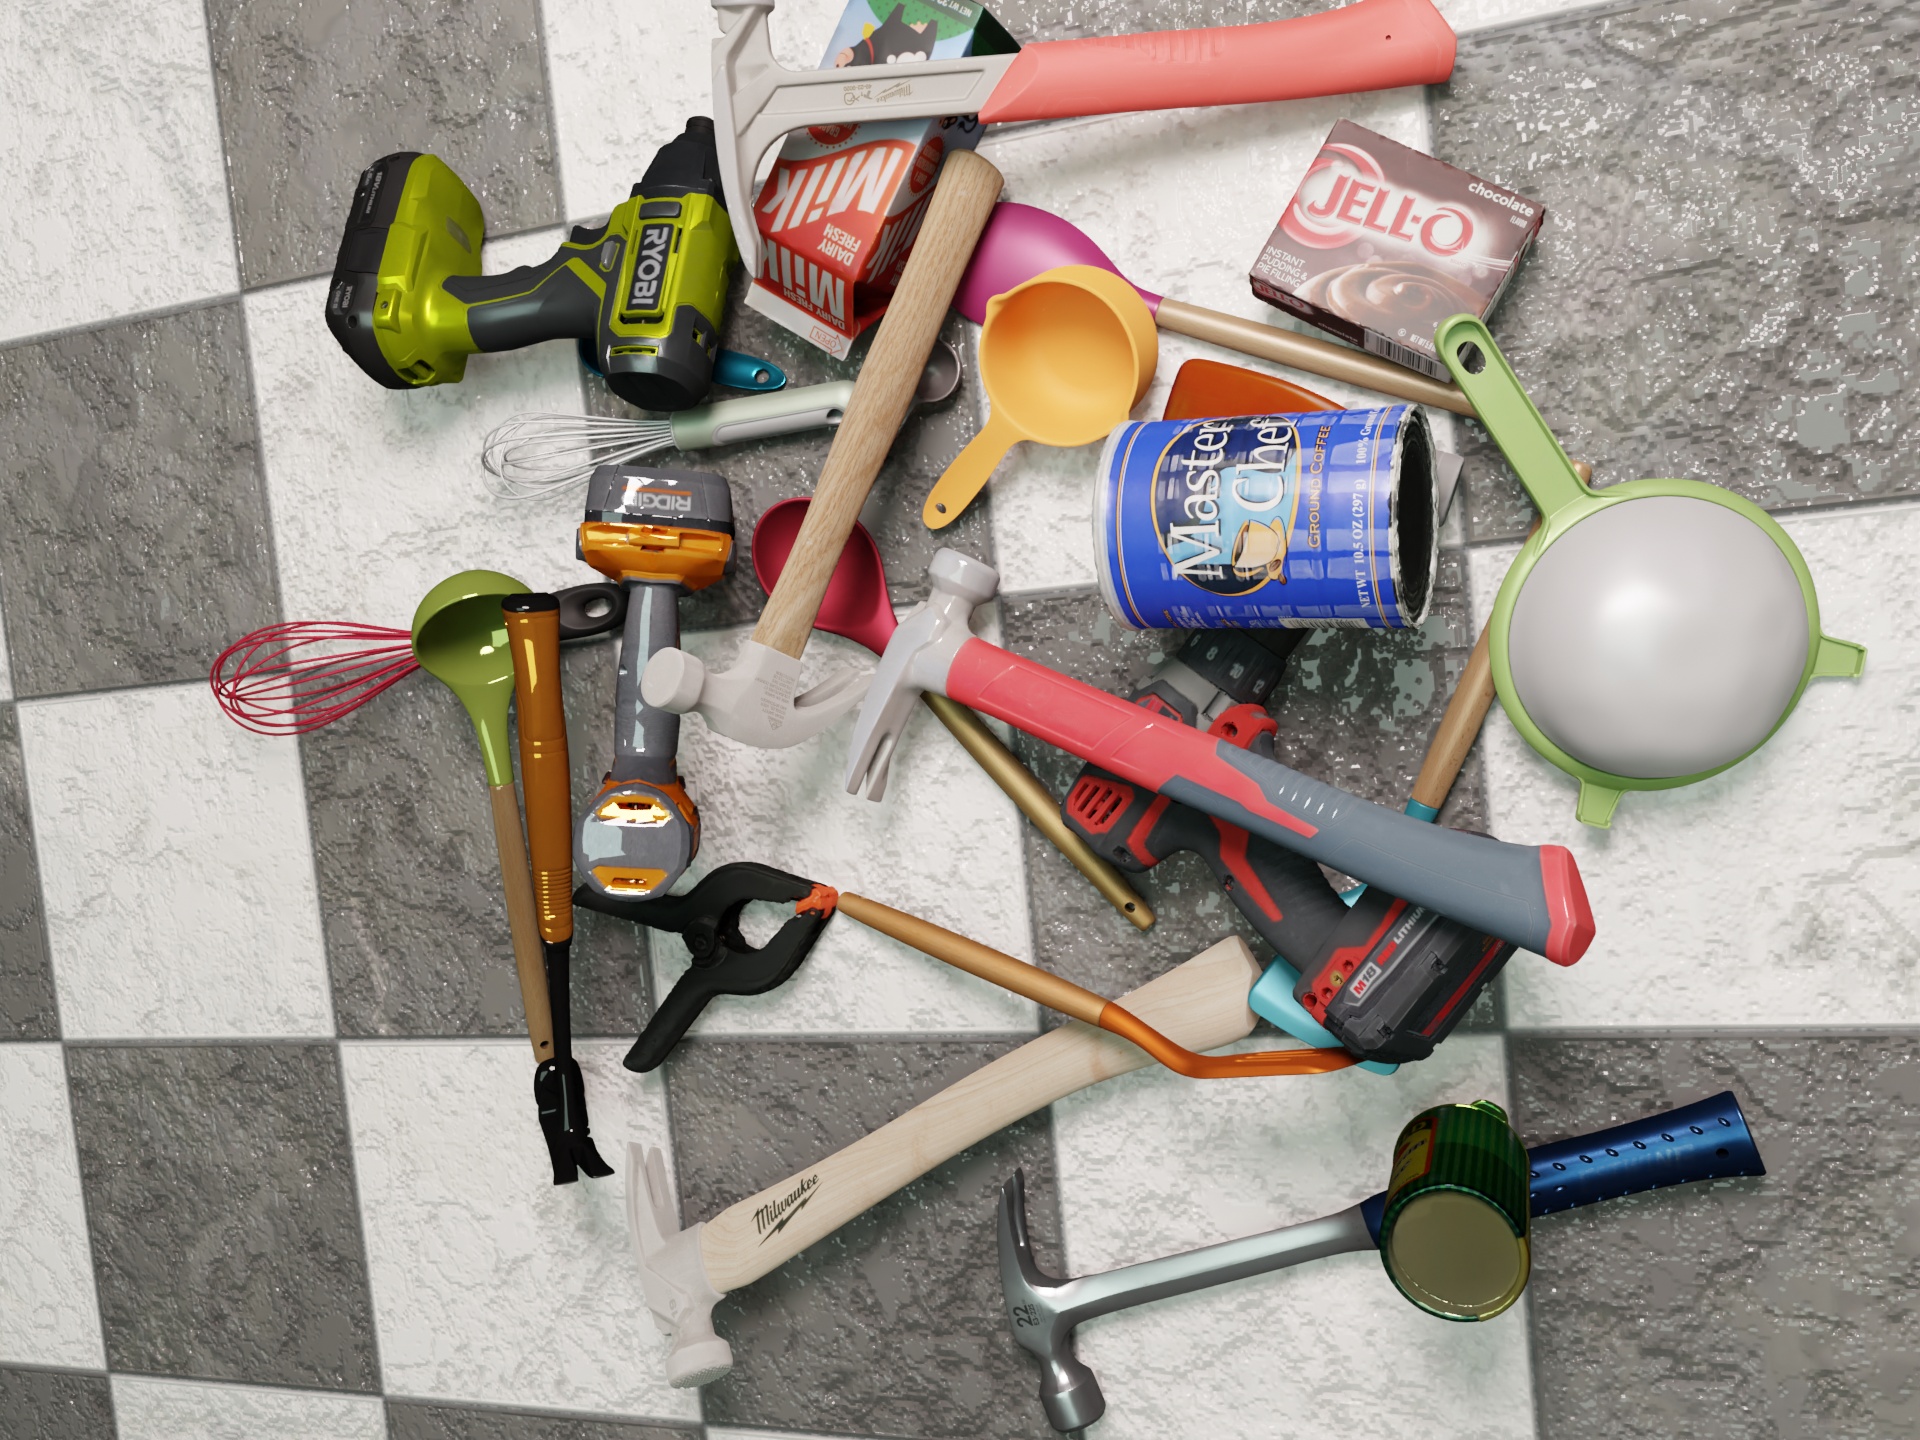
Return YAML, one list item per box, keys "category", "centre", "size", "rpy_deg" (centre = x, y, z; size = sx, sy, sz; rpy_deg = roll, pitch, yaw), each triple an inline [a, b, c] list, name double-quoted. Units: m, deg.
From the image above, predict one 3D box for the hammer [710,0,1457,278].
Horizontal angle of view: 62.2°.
- category: "hammer"
  centre: [0.058, -0.306, 0.782]
  size: [0.359, 0.037, 0.149]
  rpy_deg: [-3, 106, 3]

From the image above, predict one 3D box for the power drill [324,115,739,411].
- category: "power drill"
  centre: [-0.237, -0.265, 0.914]
  size: [0.223, 0.080, 0.171]
  rpy_deg: [3, 74, 16]

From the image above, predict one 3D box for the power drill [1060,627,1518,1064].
- category: "power drill"
  centre: [0.173, 0.036, 0.781]
  size: [0.227, 0.080, 0.188]
  rpy_deg: [42, 100, 35]

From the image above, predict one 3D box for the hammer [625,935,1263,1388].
- category: "hammer"
  centre: [-0.017, 0.224, 0.902]
  size: [0.410, 0.038, 0.146]
  rpy_deg: [-32, 57, 14]

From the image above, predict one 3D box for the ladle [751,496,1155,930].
- category: "ladle"
  centre: [-0.001, -0.003, 0.892]
  size: [0.069, 0.031, 0.315]
  rpy_deg: [-44, 82, 14]

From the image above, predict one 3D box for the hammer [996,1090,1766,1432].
- category: "hammer"
  centre: [0.204, 0.264, 0.840]
  size: [0.405, 0.035, 0.144]
  rpy_deg: [-22, 88, 20]

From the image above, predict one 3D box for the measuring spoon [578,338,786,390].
- category: "measuring spoon"
  centre: [-0.162, -0.210, 0.936]
  size: [0.128, 0.021, 0.042]
  rpy_deg: [14, 83, 9]

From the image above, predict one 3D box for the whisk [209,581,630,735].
- category: "whisk"
  centre: [-0.339, -0.044, 0.994]
  size: [0.296, 0.073, 0.073]
  rpy_deg: [-11, 92, 14]

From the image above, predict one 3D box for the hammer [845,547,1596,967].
- category: "hammer"
  centre: [0.104, 0.036, 0.755]
  size: [0.387, 0.038, 0.143]
  rpy_deg: [25, 92, 37]

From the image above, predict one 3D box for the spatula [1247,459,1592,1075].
- category: "spatula"
  centre: [0.244, 0.020, 0.797]
  size: [0.082, 0.044, 0.317]
  rpy_deg: [25, 102, 21]

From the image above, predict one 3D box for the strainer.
- category: "strainer"
  centre: [0.297, -0.077, 0.726]
  size: [0.151, 0.069, 0.256]
  rpy_deg: [-34, 97, 12]

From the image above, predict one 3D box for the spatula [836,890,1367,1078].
- category: "spatula"
  centre: [0.060, 0.138, 0.842]
  size: [0.323, 0.081, 0.041]
  rpy_deg: [18, 97, 34]

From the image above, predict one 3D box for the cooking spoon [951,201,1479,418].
- category: "cooking spoon"
  centre: [0.128, -0.207, 0.829]
  size: [0.319, 0.017, 0.068]
  rpy_deg: [21, 104, 17]

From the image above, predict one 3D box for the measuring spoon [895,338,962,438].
- category: "measuring spoon"
  centre: [-0.040, -0.163, 0.899]
  size: [0.124, 0.018, 0.034]
  rpy_deg: [-46, 72, 24]

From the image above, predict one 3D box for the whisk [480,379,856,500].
- category: "whisk"
  centre: [-0.171, -0.167, 0.926]
  size: [0.246, 0.057, 0.059]
  rpy_deg: [-6, 63, 16]

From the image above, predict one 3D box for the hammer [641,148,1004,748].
- category: "hammer"
  centre: [-0.051, -0.141, 0.837]
  size: [0.031, 0.130, 0.331]
  rpy_deg: [21, 87, 42]

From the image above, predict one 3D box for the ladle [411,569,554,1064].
- category: "ladle"
  centre: [-0.271, 0.066, 0.959]
  size: [0.078, 0.062, 0.320]
  rpy_deg: [-11, 107, -22]

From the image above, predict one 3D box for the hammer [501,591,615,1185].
- category: "hammer"
  centre: [-0.235, 0.095, 0.914]
  size: [0.034, 0.127, 0.336]
  rpy_deg: [-6, 105, -20]

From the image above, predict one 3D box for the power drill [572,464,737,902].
- category: "power drill"
  centre: [-0.173, -0.018, 0.895]
  size: [0.084, 0.164, 0.226]
  rpy_deg: [4, 89, -7]

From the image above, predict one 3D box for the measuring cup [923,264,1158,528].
- category: "measuring cup"
  centre: [0.037, -0.168, 0.854]
  size: [0.095, 0.052, 0.173]
  rpy_deg: [43, 129, 0]
